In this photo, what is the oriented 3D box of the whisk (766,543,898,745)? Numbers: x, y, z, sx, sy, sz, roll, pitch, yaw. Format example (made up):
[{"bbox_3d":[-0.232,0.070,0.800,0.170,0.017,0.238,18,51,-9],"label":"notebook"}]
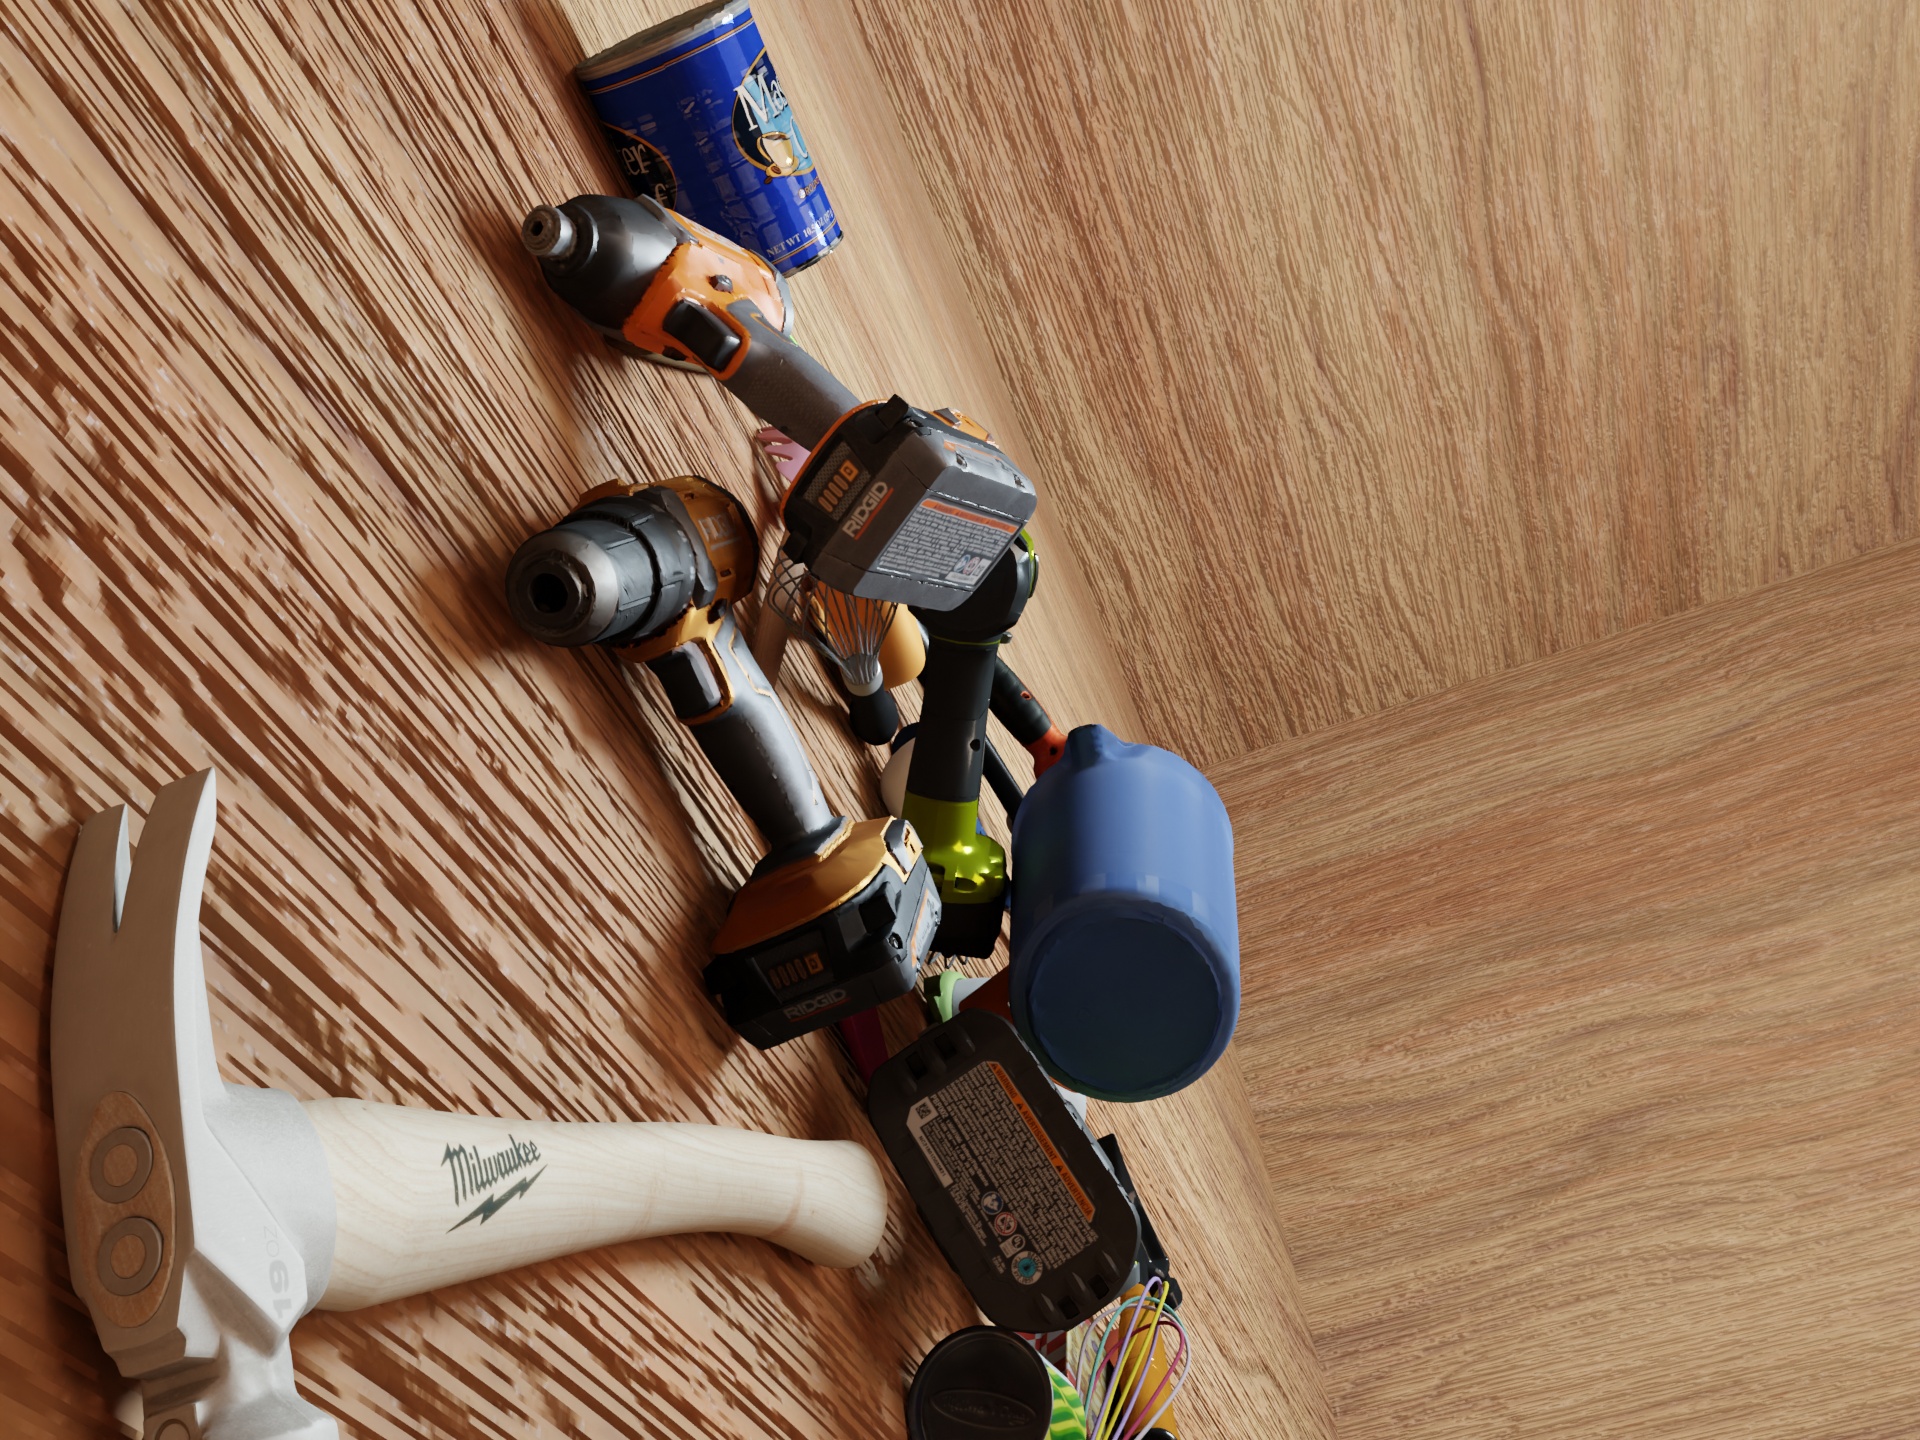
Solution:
[{"bbox_3d":[-0.059,-0.039,0.884,0.284,0.070,0.070,83,-8,-71],"label":"whisk"}]

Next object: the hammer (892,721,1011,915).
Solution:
[{"bbox_3d":[0.039,0.143,1.214,0.405,0.035,0.144,61,14,-46],"label":"hammer"}]

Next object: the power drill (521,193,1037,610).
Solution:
[{"bbox_3d":[-0.087,-0.150,0.706,0.227,0.084,0.164,44,17,20],"label":"power drill"}]

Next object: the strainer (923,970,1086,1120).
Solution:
[{"bbox_3d":[0.053,0.267,0.965,0.151,0.069,0.256,41,30,-71],"label":"strainer"}]

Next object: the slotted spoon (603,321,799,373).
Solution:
[{"bbox_3d":[-0.142,-0.211,0.918,0.314,0.031,0.070,-42,113,-77],"label":"slotted spoon"}]

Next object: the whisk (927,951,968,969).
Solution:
[{"bbox_3d":[0.003,0.132,1.031,0.239,0.055,0.055,40,33,-80],"label":"whisk"}]

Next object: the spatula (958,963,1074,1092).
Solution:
[{"bbox_3d":[0.058,0.163,1.004,0.081,0.041,0.322,34,3,6],"label":"spatula"}]

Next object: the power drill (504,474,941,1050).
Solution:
[{"bbox_3d":[-0.093,0.011,0.627,0.185,0.084,0.226,-58,124,-78],"label":"power drill"}]

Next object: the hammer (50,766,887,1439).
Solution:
[{"bbox_3d":[-0.102,0.130,0.482,0.410,0.038,0.146,46,25,-68],"label":"hammer"}]

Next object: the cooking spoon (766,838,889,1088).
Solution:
[{"bbox_3d":[-0.088,0.047,0.757,0.069,0.017,0.318,-84,154,-77],"label":"cooking spoon"}]

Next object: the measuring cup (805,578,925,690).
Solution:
[{"bbox_3d":[-0.058,-0.065,0.967,0.173,0.052,0.095,54,18,-84],"label":"measuring cup"}]

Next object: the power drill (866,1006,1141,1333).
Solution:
[{"bbox_3d":[0.021,0.215,0.776,0.171,0.080,0.223,56,-6,16],"label":"power drill"}]

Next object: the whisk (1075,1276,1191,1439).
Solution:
[{"bbox_3d":[0.059,0.356,0.743,0.051,0.047,0.245,52,34,-6],"label":"whisk"}]

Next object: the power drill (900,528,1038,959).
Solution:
[{"bbox_3d":[-0.001,-0.003,0.862,0.190,0.080,0.228,-63,161,-81],"label":"power drill"}]

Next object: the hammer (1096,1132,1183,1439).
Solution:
[{"bbox_3d":[0.106,0.355,0.950,0.337,0.034,0.127,-26,92,-86],"label":"hammer"}]

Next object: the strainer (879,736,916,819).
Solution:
[{"bbox_3d":[-0.016,-0.016,1.039,0.086,0.050,0.259,82,16,-59],"label":"strainer"}]

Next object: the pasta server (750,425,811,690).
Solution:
[{"bbox_3d":[-0.104,-0.090,0.909,0.316,0.040,0.060,-87,157,-55],"label":"pasta server"}]

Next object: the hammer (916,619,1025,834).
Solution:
[{"bbox_3d":[-0.005,-0.011,1.129,0.334,0.035,0.146,58,0,-25],"label":"hammer"}]
